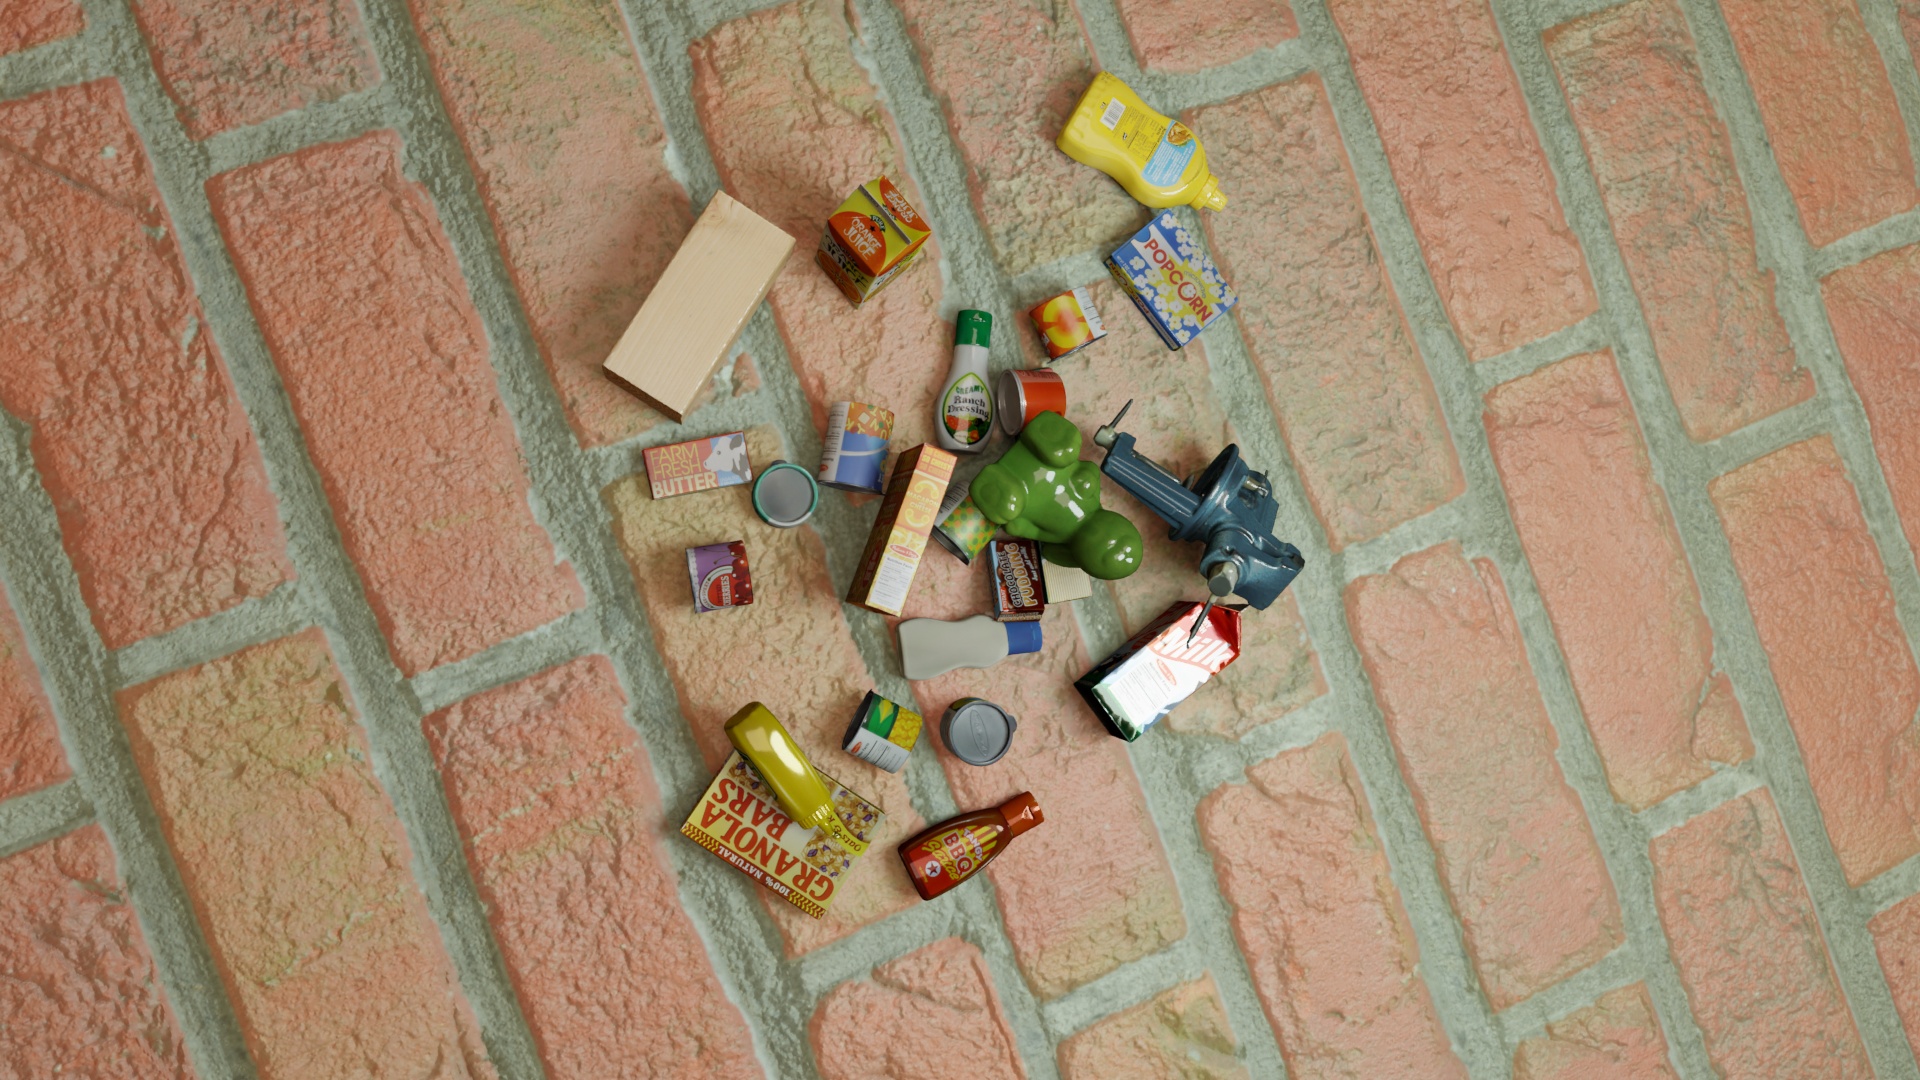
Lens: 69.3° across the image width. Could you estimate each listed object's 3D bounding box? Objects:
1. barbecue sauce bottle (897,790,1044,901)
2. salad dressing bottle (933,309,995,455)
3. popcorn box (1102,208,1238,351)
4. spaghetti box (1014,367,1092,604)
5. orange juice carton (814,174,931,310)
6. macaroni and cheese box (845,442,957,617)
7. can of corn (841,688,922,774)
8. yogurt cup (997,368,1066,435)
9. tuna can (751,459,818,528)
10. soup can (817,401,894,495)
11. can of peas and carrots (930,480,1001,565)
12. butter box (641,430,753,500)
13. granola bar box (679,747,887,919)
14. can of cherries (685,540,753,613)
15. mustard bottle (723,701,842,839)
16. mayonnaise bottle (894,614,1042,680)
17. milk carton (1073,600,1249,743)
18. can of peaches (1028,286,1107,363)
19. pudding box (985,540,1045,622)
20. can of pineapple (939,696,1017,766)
[{"bbox_3d":[0.014,0.307,1.424,0.149,0.043,0.065,-27,92,-12],"label":"barbecue sauce bottle"},{"bbox_3d":[0.008,-0.164,1.444,0.064,0.044,0.147,6,86,-10],"label":"salad dressing bottle"},{"bbox_3d":[0.226,-0.279,1.496,0.085,0.038,0.126,-40,95,-9],"label":"popcorn box"},{"bbox_3d":[0.092,-0.058,1.463,0.050,0.028,0.250,-10,89,-11],"label":"spaghetti box"},{"bbox_3d":[-0.086,-0.293,1.356,0.073,0.192,0.072,-41,95,-10],"label":"orange juice carton"},{"bbox_3d":[-0.060,-0.009,1.383,0.040,0.123,0.166,22,84,-12],"label":"macaroni and cheese box"},{"bbox_3d":[-0.078,0.192,1.401,0.058,0.071,0.071,28,83,-9],"label":"can of corn"},{"bbox_3d":[0.073,-0.143,1.416,0.054,0.072,0.072,-7,89,-19],"label":"yogurt cup"},{"bbox_3d":[-0.178,-0.048,1.407,0.071,0.033,0.071,0,88,-11],"label":"tuna can"},{"bbox_3d":[-0.103,-0.093,1.408,0.071,0.071,0.084,11,85,-10],"label":"soup can"},{"bbox_3d":[0.005,-0.018,1.426,0.071,0.071,0.059,43,80,-7],"label":"can of peas and carrots"},{"bbox_3d":[-0.264,-0.075,1.396,0.104,0.024,0.053,-11,90,-11],"label":"butter box"},{"bbox_3d":[-0.177,0.281,1.389,0.165,0.039,0.124,35,80,-8],"label":"granola bar box"},{"bbox_3d":[-0.238,0.037,1.373,0.058,0.071,0.071,-9,89,-12],"label":"can of cherries"},{"bbox_3d":[-0.165,0.230,1.342,0.049,0.065,0.160,-38,98,-16],"label":"mustard bottle"},{"bbox_3d":[0.009,0.106,1.434,0.148,0.041,0.065,-6,85,-13],"label":"mayonnaise bottle"},{"bbox_3d":[0.221,0.124,1.459,0.191,0.072,0.073,-37,95,-9],"label":"milk carton"},{"bbox_3d":[0.110,-0.226,1.457,0.071,0.071,0.058,-26,93,-11],"label":"can of peaches"},{"bbox_3d":[0.056,0.042,1.435,0.050,0.030,0.084,0,60,-11],"label":"pudding box"},{"bbox_3d":[0.017,0.195,1.422,0.071,0.058,0.071,0,88,-11],"label":"can of pineapple"}]
